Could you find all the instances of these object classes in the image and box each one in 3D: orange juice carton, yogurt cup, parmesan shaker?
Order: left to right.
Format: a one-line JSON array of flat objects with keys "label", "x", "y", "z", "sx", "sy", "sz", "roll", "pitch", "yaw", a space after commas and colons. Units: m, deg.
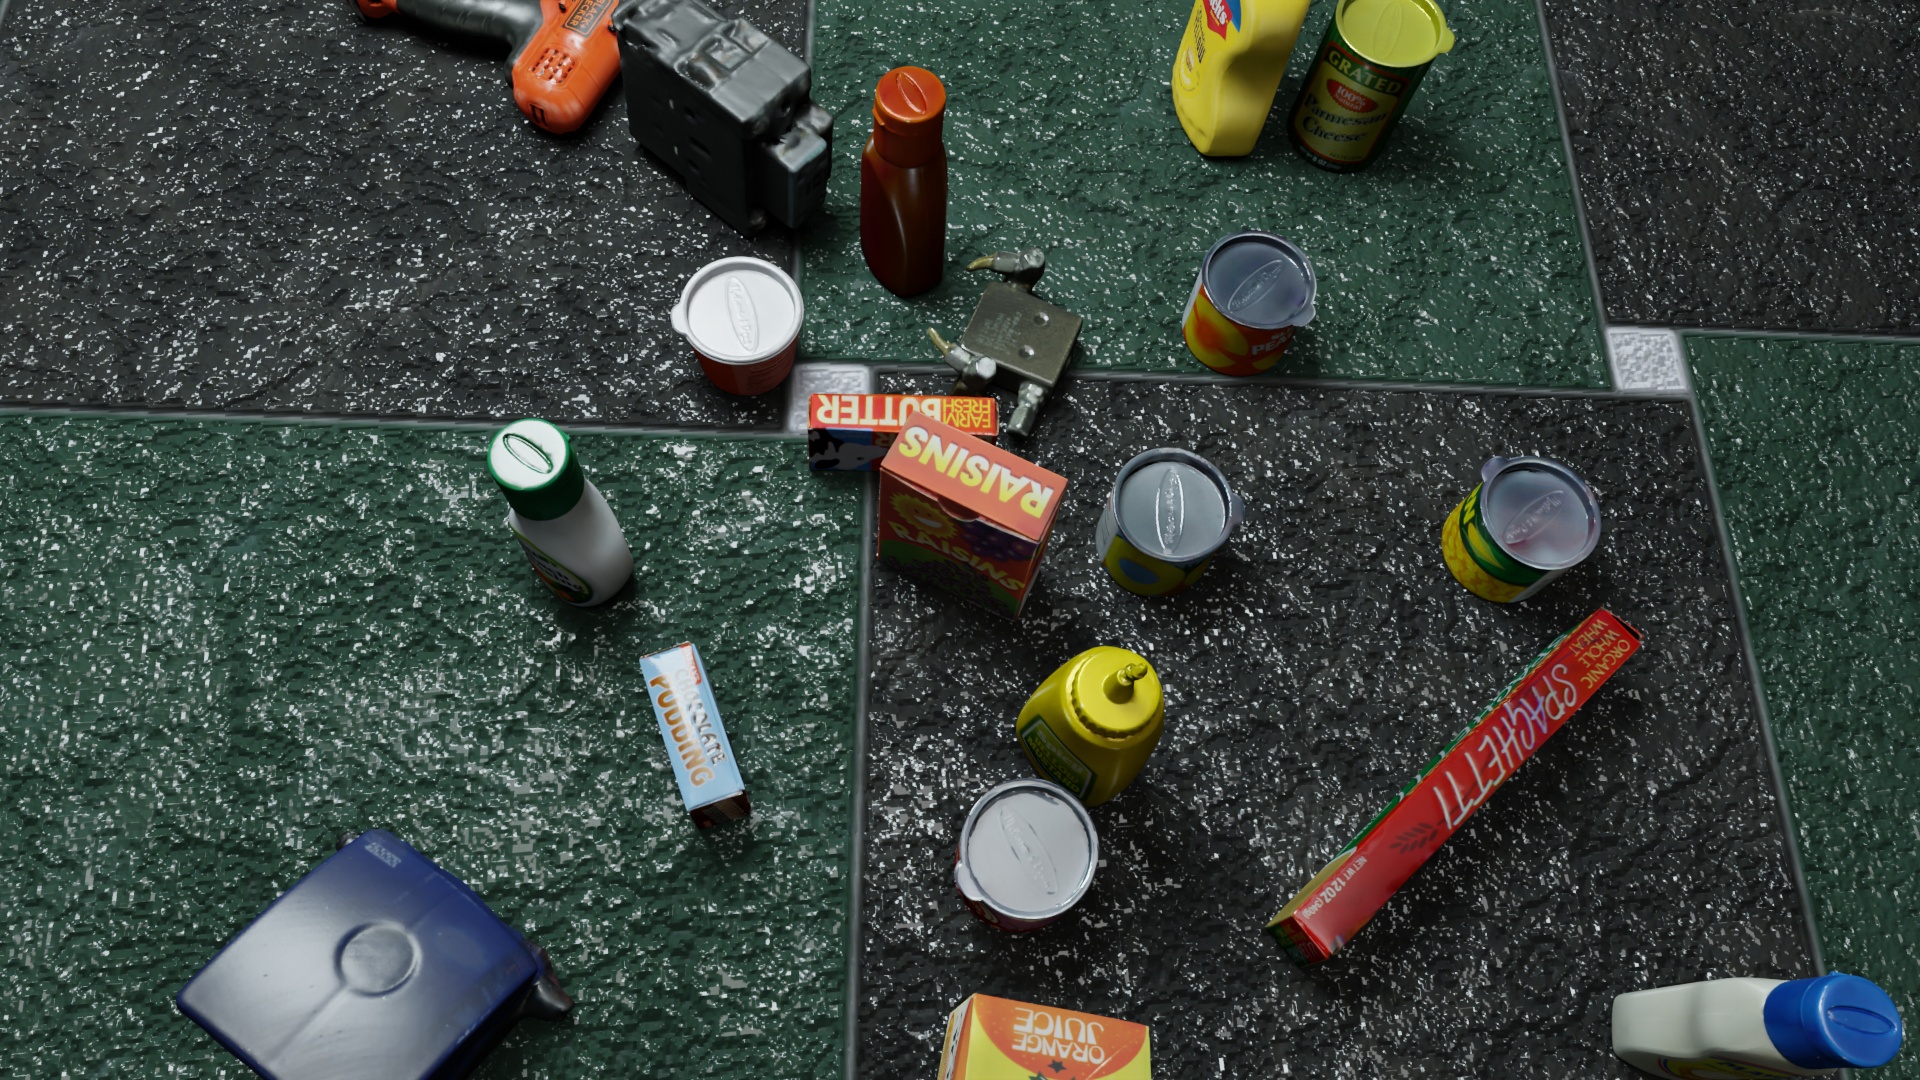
[{"label": "yogurt cup", "x": -0.122, "y": -0.118, "z": 0.784, "sx": 0.072, "sy": 0.053, "sz": 0.072, "roll": 2, "pitch": 68, "yaw": -4}, {"label": "orange juice carton", "x": 0.029, "y": 0.233, "z": 0.576, "sx": 0.072, "sy": 0.192, "sz": 0.073, "roll": 11, "pitch": 68, "yaw": 0}, {"label": "parmesan shaker", "x": 0.250, "y": -0.282, "z": 0.855, "sx": 0.071, "sy": 0.102, "sz": 0.071, "roll": 2, "pitch": 68, "yaw": -4}]

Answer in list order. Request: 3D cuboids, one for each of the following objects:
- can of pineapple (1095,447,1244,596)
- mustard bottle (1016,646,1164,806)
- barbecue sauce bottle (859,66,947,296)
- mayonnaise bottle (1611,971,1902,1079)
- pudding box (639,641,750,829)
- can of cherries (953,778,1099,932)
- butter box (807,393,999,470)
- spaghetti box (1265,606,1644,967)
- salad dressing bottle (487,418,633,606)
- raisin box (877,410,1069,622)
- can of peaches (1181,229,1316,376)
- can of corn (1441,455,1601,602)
[{"label": "can of pineapple", "x": 0.112, "y": -0.008, "z": 0.755, "sx": 0.071, "sy": 0.057, "sz": 0.071, "roll": 2, "pitch": 68, "yaw": -4}, {"label": "mustard bottle", "x": 0.065, "y": 0.083, "z": 0.658, "sx": 0.049, "sy": 0.159, "sz": 0.065, "roll": -41, "pitch": 76, "yaw": -18}, {"label": "barbecue sauce bottle", "x": -0.031, "y": -0.200, "z": 0.774, "sx": 0.044, "sy": 0.148, "sz": 0.065, "roll": -24, "pitch": 72, "yaw": -13}, {"label": "mayonnaise bottle", "x": 0.359, "y": 0.222, "z": 0.631, "sx": 0.065, "sy": 0.147, "sz": 0.041, "roll": 13, "pitch": 68, "yaw": 1}, {"label": "pudding box", "x": -0.132, "y": 0.098, "z": 0.696, "sx": 0.030, "sy": 0.049, "sz": 0.084, "roll": -19, "pitch": 70, "yaw": -12}, {"label": "can of cherries", "x": 0.028, "y": 0.156, "z": 0.680, "sx": 0.071, "sy": 0.058, "sz": 0.072, "roll": 2, "pitch": 68, "yaw": -4}, {"label": "butter box", "x": -0.032, "y": -0.059, "z": 0.767, "sx": 0.103, "sy": 0.053, "sz": 0.024, "roll": 1, "pitch": 68, "yaw": -4}, {"label": "spaghetti box", "x": 0.257, "y": 0.124, "z": 0.716, "sx": 0.251, "sy": 0.050, "sz": 0.029, "roll": -38, "pitch": 76, "yaw": -18}, {"label": "salad dressing bottle", "x": -0.197, "y": -0.012, "z": 0.684, "sx": 0.064, "sy": 0.147, "sz": 0.044, "roll": 37, "pitch": 70, "yaw": 10}, {"label": "raisin box", "x": 0.003, "y": -0.009, "z": 0.711, "sx": 0.086, "sy": 0.123, "sz": 0.040, "roll": 26, "pitch": 68, "yaw": 6}, {"label": "can of peaches", "x": 0.169, "y": -0.136, "z": 0.813, "sx": 0.071, "sy": 0.058, "sz": 0.071, "roll": 2, "pitch": 68, "yaw": -4}, {"label": "can of corn", "x": 0.307, "y": -0.007, "z": 0.770, "sx": 0.071, "sy": 0.058, "sz": 0.071, "roll": 2, "pitch": 68, "yaw": -4}]
